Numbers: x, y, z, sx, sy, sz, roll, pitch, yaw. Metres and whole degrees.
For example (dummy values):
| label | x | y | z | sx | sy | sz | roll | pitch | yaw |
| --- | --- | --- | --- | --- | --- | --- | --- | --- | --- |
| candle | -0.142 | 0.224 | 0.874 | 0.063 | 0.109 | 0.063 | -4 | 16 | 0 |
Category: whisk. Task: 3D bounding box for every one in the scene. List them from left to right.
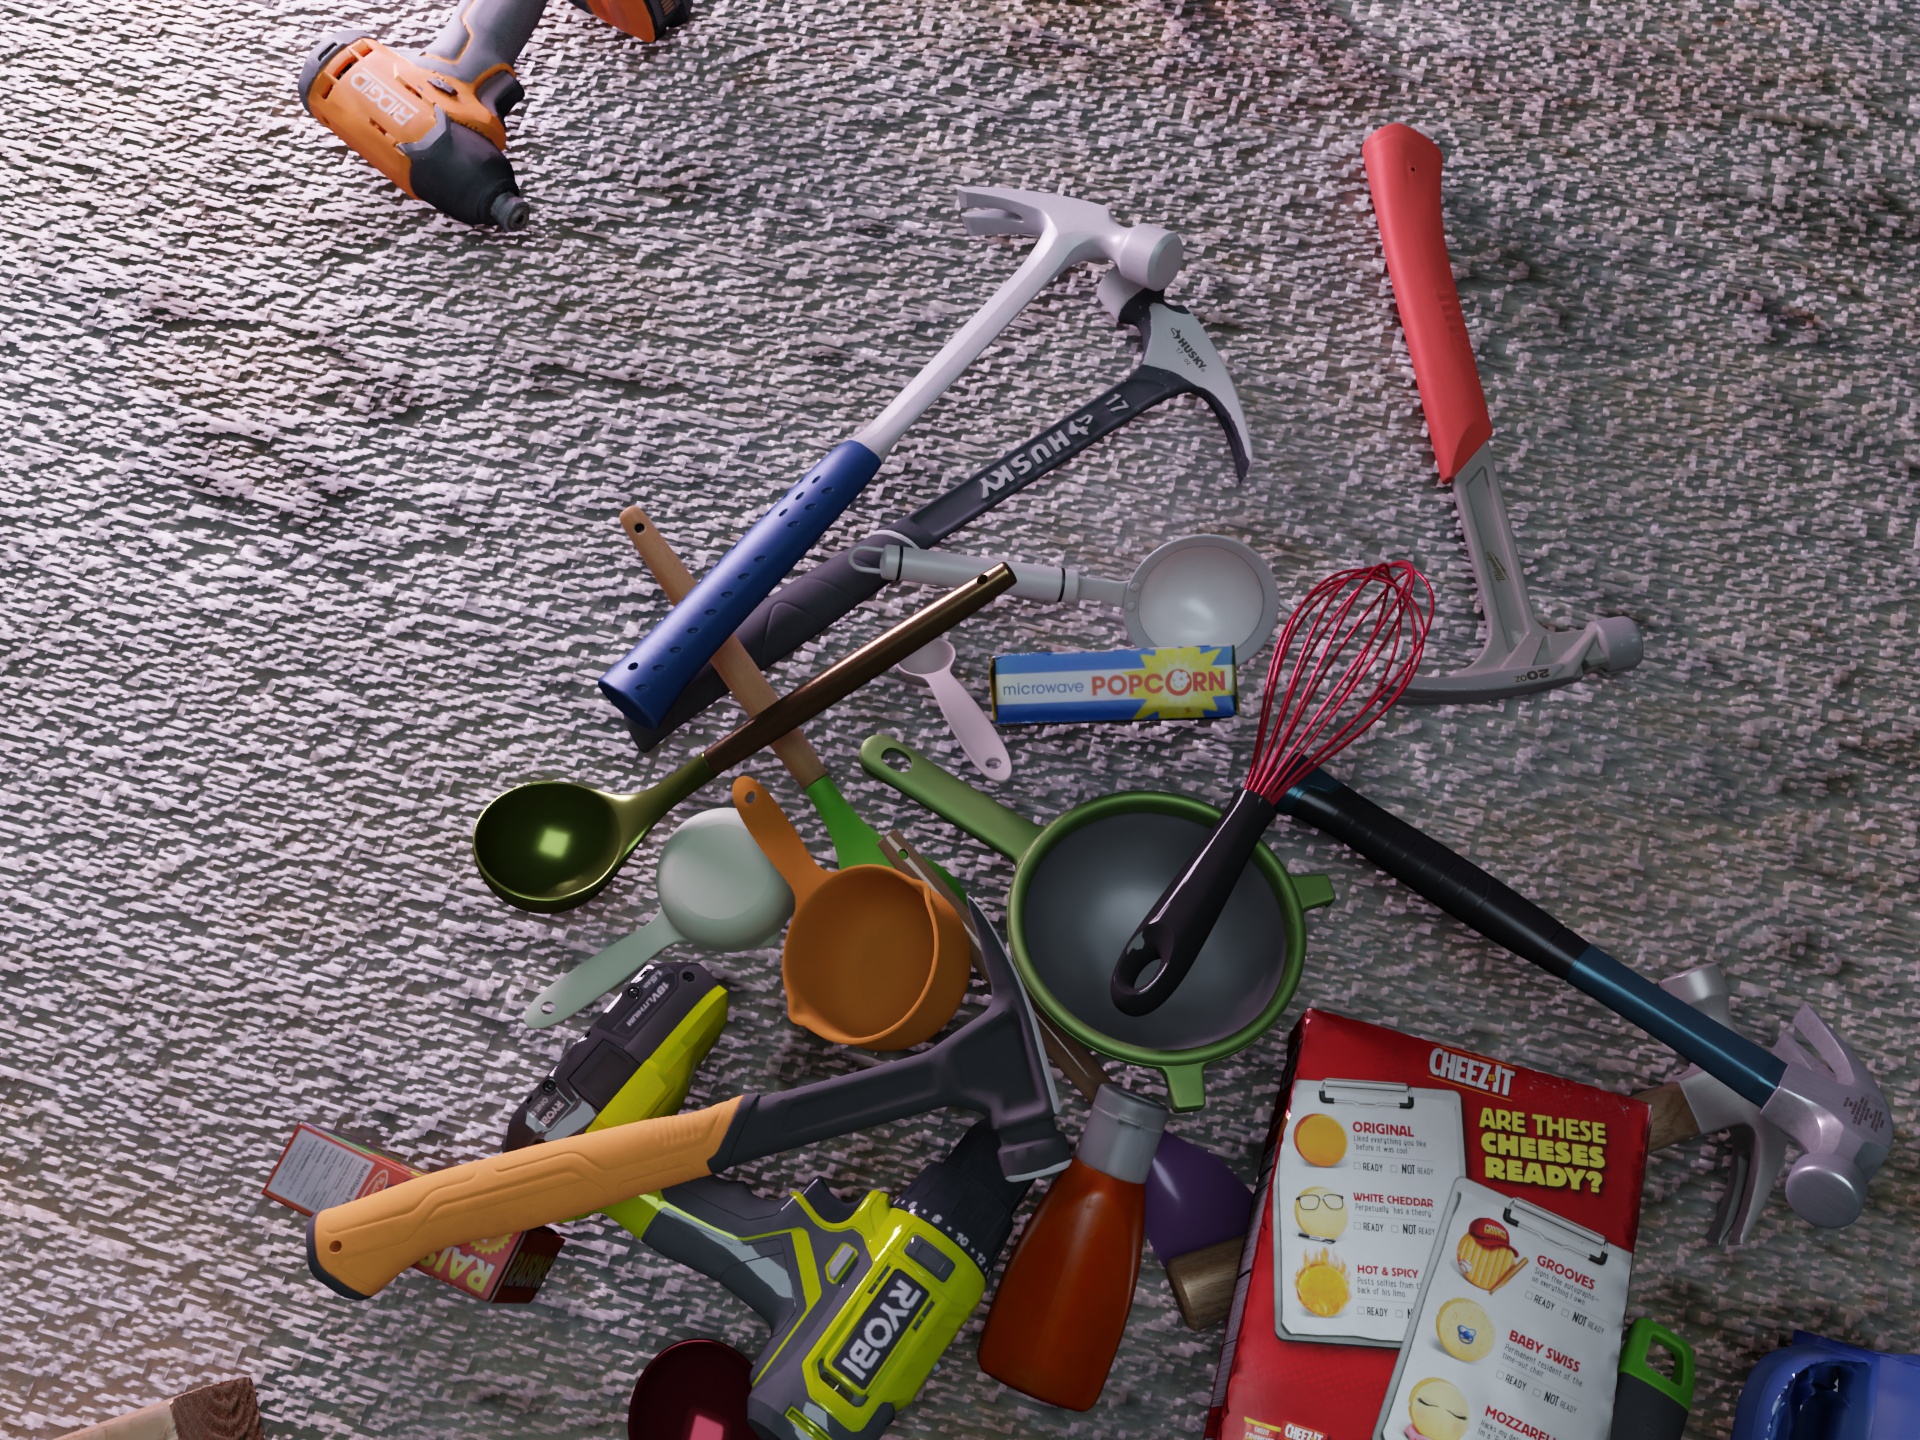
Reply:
| label | x | y | z | sx | sy | sz | roll | pitch | yaw |
| --- | --- | --- | --- | --- | --- | --- | --- | --- | --- |
| whisk | 0.158 | 0.027 | 0.805 | 0.073 | 0.073 | 0.296 | 33 | 67 | 9 |

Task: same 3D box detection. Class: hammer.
| label | x | y | z | sx | sy | sz | roll | pitch | yaw |
| --- | --- | --- | --- | --- | --- | --- | --- | --- | --- |
| hammer | -0.127 | 0.183 | 0.713 | 0.337 | 0.034 | 0.127 | -16 | 78 | -2 |
| hammer | -0.050 | -0.155 | 0.874 | 0.144 | 0.035 | 0.405 | 29 | 68 | 29 |
| hammer | -0.016 | -0.106 | 0.908 | 0.409 | 0.036 | 0.149 | -34 | 77 | -9 |
| hammer | 0.279 | -0.186 | 0.930 | 0.149 | 0.036 | 0.359 | -8 | 74 | -2 |
| hammer | 0.263 | 0.235 | 0.799 | 0.331 | 0.031 | 0.130 | -18 | 75 | -8 |
| hammer | 0.294 | 0.113 | 0.791 | 0.331 | 0.033 | 0.128 | 35 | 32 | 27 |

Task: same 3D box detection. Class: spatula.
| label | x | y | z | sx | sy | sz | roll | pitch | yaw |
| --- | --- | --- | --- | --- | --- | --- | --- | --- | --- |
| spatula | 0.061 | 0.181 | 0.812 | 0.060 | 0.018 | 0.316 | -39 | 86 | -10 |

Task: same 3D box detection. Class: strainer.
| label | x | y | z | sx | sy | sz | roll | pitch | yaw |
| --- | --- | --- | --- | --- | --- | --- | --- | --- | --- |
| strainer | 0.053 | 0.090 | 0.832 | 0.256 | 0.069 | 0.151 | 31 | 61 | 16 |
| strainer | 0.067 | -0.075 | 0.877 | 0.258 | 0.086 | 0.050 | 7 | 29 | -8 |

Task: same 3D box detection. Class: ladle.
| label | x | y | z | sx | sy | sz | roll | pitch | yaw |
| --- | --- | --- | --- | --- | --- | --- | --- | --- | --- |
| ladle | -0.113 | 0.003 | 0.815 | 0.320 | 0.062 | 0.078 | -32 | 55 | 12 |
| ladle | -0.100 | 0.453 | 0.744 | 0.069 | 0.031 | 0.316 | -11 | 75 | -8 |

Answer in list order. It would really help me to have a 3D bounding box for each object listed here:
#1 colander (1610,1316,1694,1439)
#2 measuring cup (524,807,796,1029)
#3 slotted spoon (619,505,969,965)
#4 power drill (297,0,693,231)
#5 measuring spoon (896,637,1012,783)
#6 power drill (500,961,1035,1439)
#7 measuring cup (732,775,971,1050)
| label | x | y | z | sx | sy | sz | roll | pitch | yaw |
| --- | --- | --- | --- | --- | --- | --- | --- | --- | --- |
| colander | 0.248 | 0.459 | 0.720 | 0.204 | 0.094 | 0.397 | 31 | 58 | 9 |
| measuring cup | -0.161 | 0.109 | 0.840 | 0.167 | 0.038 | 0.083 | -35 | 76 | -12 |
| slotted spoon | -0.094 | 0.013 | 0.852 | 0.070 | 0.031 | 0.314 | -34 | 83 | -8 |
| power drill | -0.271 | -0.410 | 0.978 | 0.164 | 0.084 | 0.226 | 40 | 82 | 10 |
| measuring spoon | -0.001 | -0.003 | 0.860 | 0.034 | 0.018 | 0.124 | -19 | 45 | -14 |
| power drill | -0.087 | 0.224 | 0.780 | 0.228 | 0.080 | 0.190 | 36 | 60 | 9 |
| measuring cup | -0.061 | 0.093 | 0.809 | 0.095 | 0.052 | 0.174 | -45 | 56 | 7 |
